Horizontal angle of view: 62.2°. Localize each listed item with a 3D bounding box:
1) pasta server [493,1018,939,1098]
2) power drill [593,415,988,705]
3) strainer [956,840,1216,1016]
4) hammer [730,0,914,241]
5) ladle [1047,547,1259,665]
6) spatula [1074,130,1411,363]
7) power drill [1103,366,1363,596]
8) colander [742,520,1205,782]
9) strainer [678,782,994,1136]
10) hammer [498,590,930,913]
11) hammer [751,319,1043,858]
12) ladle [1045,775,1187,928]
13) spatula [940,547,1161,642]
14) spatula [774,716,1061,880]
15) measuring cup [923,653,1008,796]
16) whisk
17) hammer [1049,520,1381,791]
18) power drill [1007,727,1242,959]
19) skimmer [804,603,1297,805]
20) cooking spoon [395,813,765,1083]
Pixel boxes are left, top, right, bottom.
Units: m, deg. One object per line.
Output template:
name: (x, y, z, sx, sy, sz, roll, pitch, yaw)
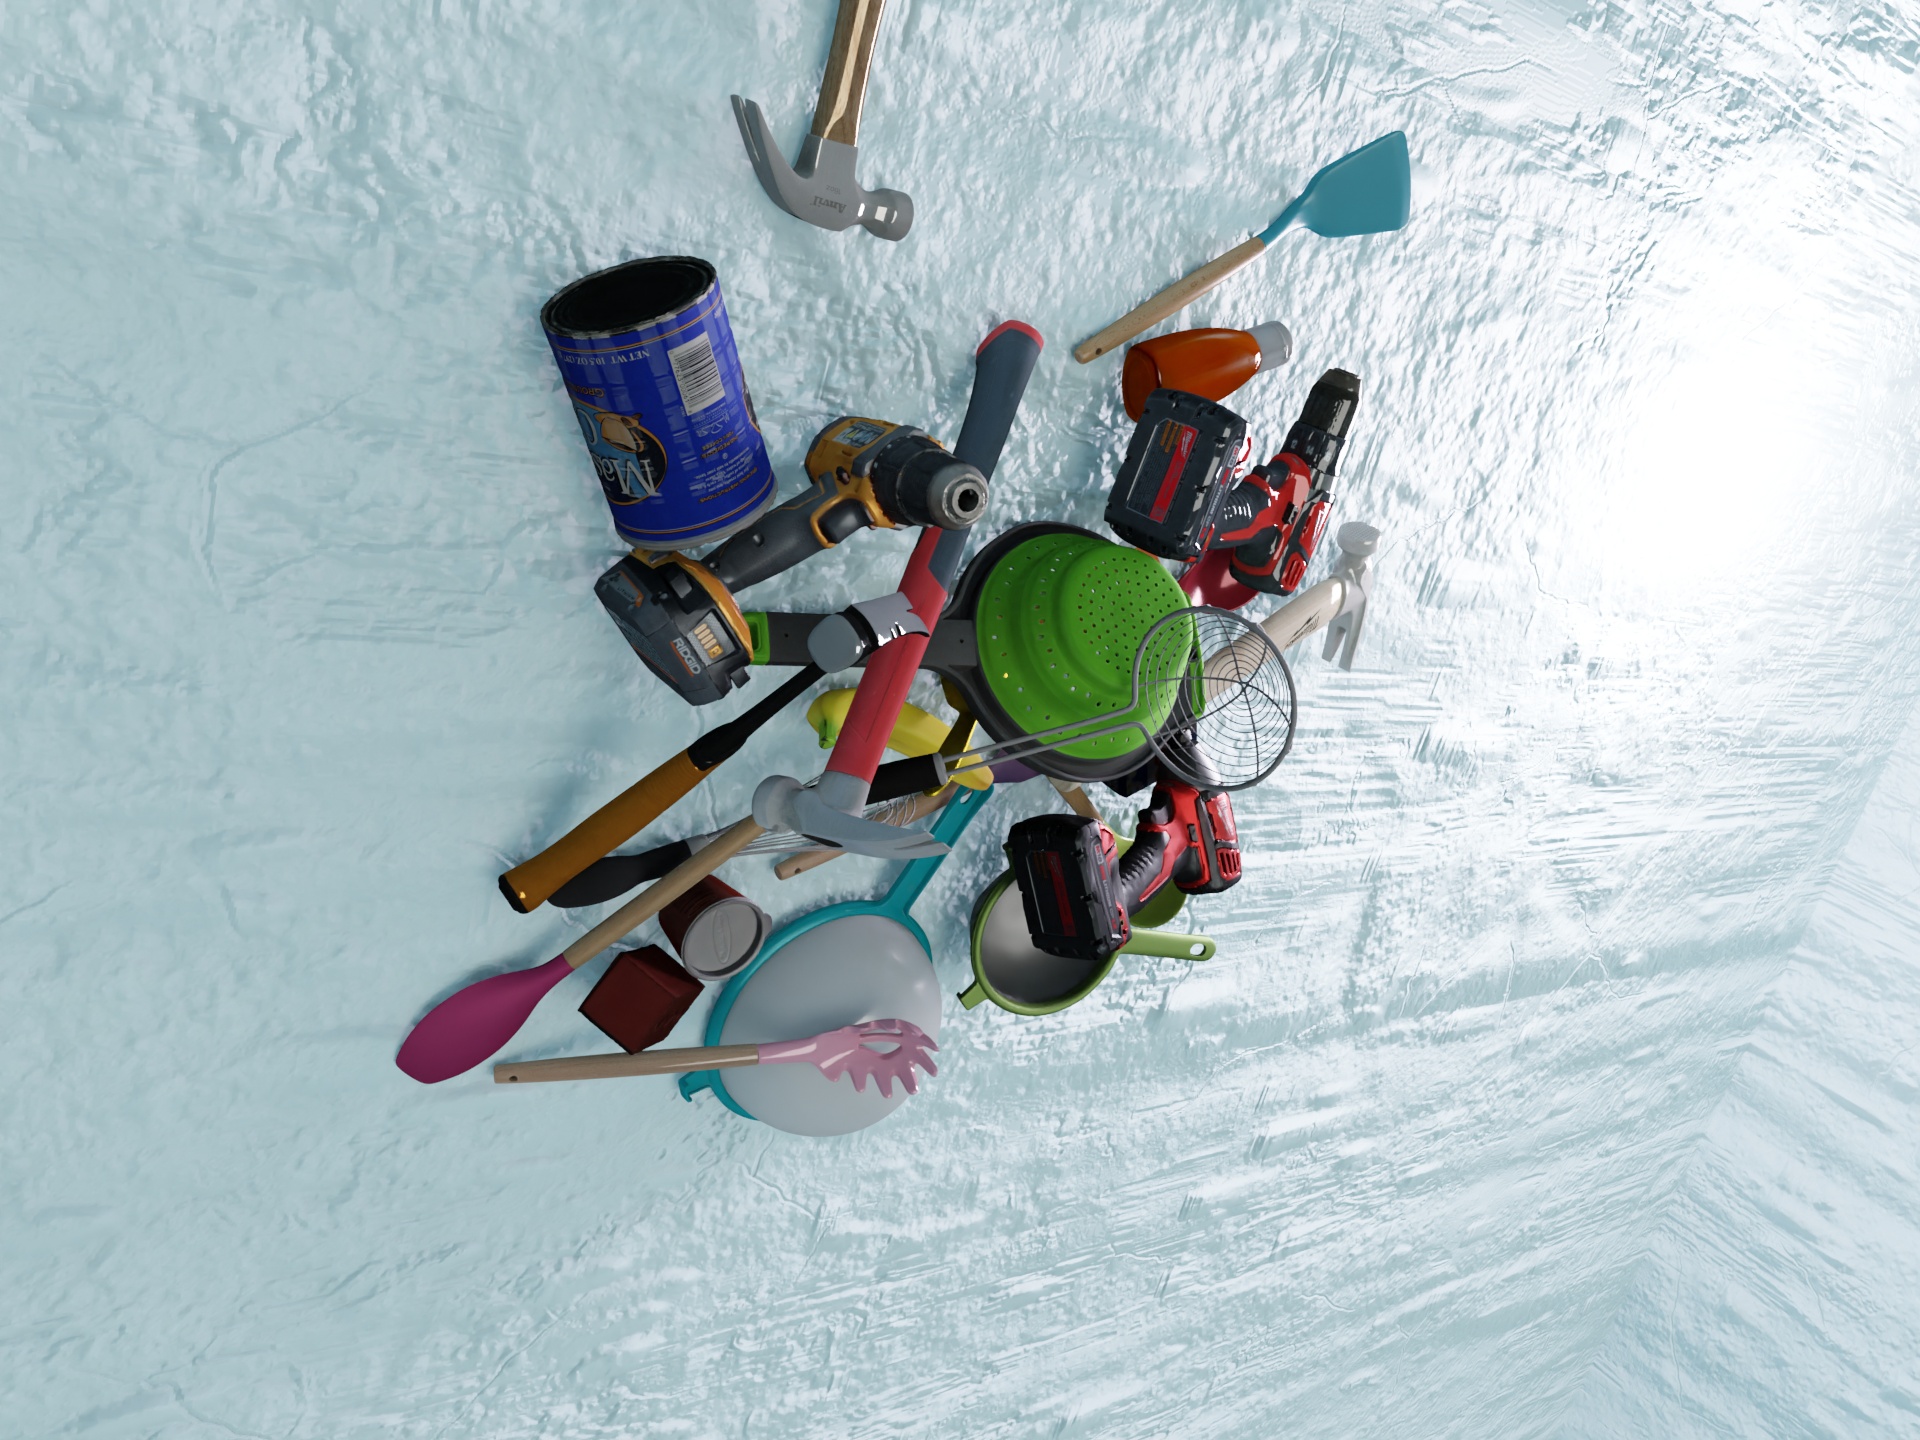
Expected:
pasta server: (-0.173, 0.248, 1.150, 0.316, 0.040, 0.060, -1, 114, -14)
power drill: (-0.098, -0.106, 0.985, 0.226, 0.185, 0.084, -37, 120, -14)
strainer: (0.108, 0.178, 1.382, 0.256, 0.069, 0.151, 11, 101, -31)
hammer: (-0.051, -0.457, 0.929, 0.130, 0.031, 0.331, -1, 114, -40)
ladle: (0.127, -0.077, 1.300, 0.315, 0.031, 0.069, -25, 125, -25)
spatula: (0.215, -0.347, 1.206, 0.317, 0.044, 0.082, -35, 135, -18)
power drill: (0.226, -0.197, 1.230, 0.226, 0.080, 0.188, 4, 112, -50)
colander: (0.028, -0.063, 1.127, 0.397, 0.094, 0.205, 0, 75, -26)
strainer: (-0.054, 0.201, 1.248, 0.210, 0.095, 0.340, 26, 100, -45)
hammer: (-0.166, 0.026, 1.002, 0.337, 0.034, 0.127, -35, 178, 22)
hammer: (-0.009, -0.095, 1.043, 0.038, 0.143, 0.386, 41, 64, -49)
ladle: (0.112, 0.081, 1.346, 0.078, 0.062, 0.319, -45, 136, -5)
spatula: (0.024, -0.080, 1.200, 0.322, 0.041, 0.081, -8, 77, -33)
spatula: (-0.012, 0.057, 1.267, 0.316, 0.018, 0.059, -25, 131, -29)
measuring cup: (-0.002, -0.004, 1.171, 0.157, 0.062, 0.029, -65, 145, -47)
whisk: (-0.158, 0.084, 1.138, 0.284, 0.070, 0.070, -15, 123, -28)
hammer: (0.220, -0.034, 1.336, 0.410, 0.038, 0.146, -30, 136, -35)
power drill: (0.145, 0.098, 1.303, 0.219, 0.078, 0.143, -22, 104, -42)
skimmer: (0.042, 0.020, 1.072, 0.363, 0.090, 0.127, -15, 95, 5)
cooking spoon: (-0.246, 0.149, 1.085, 0.319, 0.017, 0.068, -36, 136, -2)
